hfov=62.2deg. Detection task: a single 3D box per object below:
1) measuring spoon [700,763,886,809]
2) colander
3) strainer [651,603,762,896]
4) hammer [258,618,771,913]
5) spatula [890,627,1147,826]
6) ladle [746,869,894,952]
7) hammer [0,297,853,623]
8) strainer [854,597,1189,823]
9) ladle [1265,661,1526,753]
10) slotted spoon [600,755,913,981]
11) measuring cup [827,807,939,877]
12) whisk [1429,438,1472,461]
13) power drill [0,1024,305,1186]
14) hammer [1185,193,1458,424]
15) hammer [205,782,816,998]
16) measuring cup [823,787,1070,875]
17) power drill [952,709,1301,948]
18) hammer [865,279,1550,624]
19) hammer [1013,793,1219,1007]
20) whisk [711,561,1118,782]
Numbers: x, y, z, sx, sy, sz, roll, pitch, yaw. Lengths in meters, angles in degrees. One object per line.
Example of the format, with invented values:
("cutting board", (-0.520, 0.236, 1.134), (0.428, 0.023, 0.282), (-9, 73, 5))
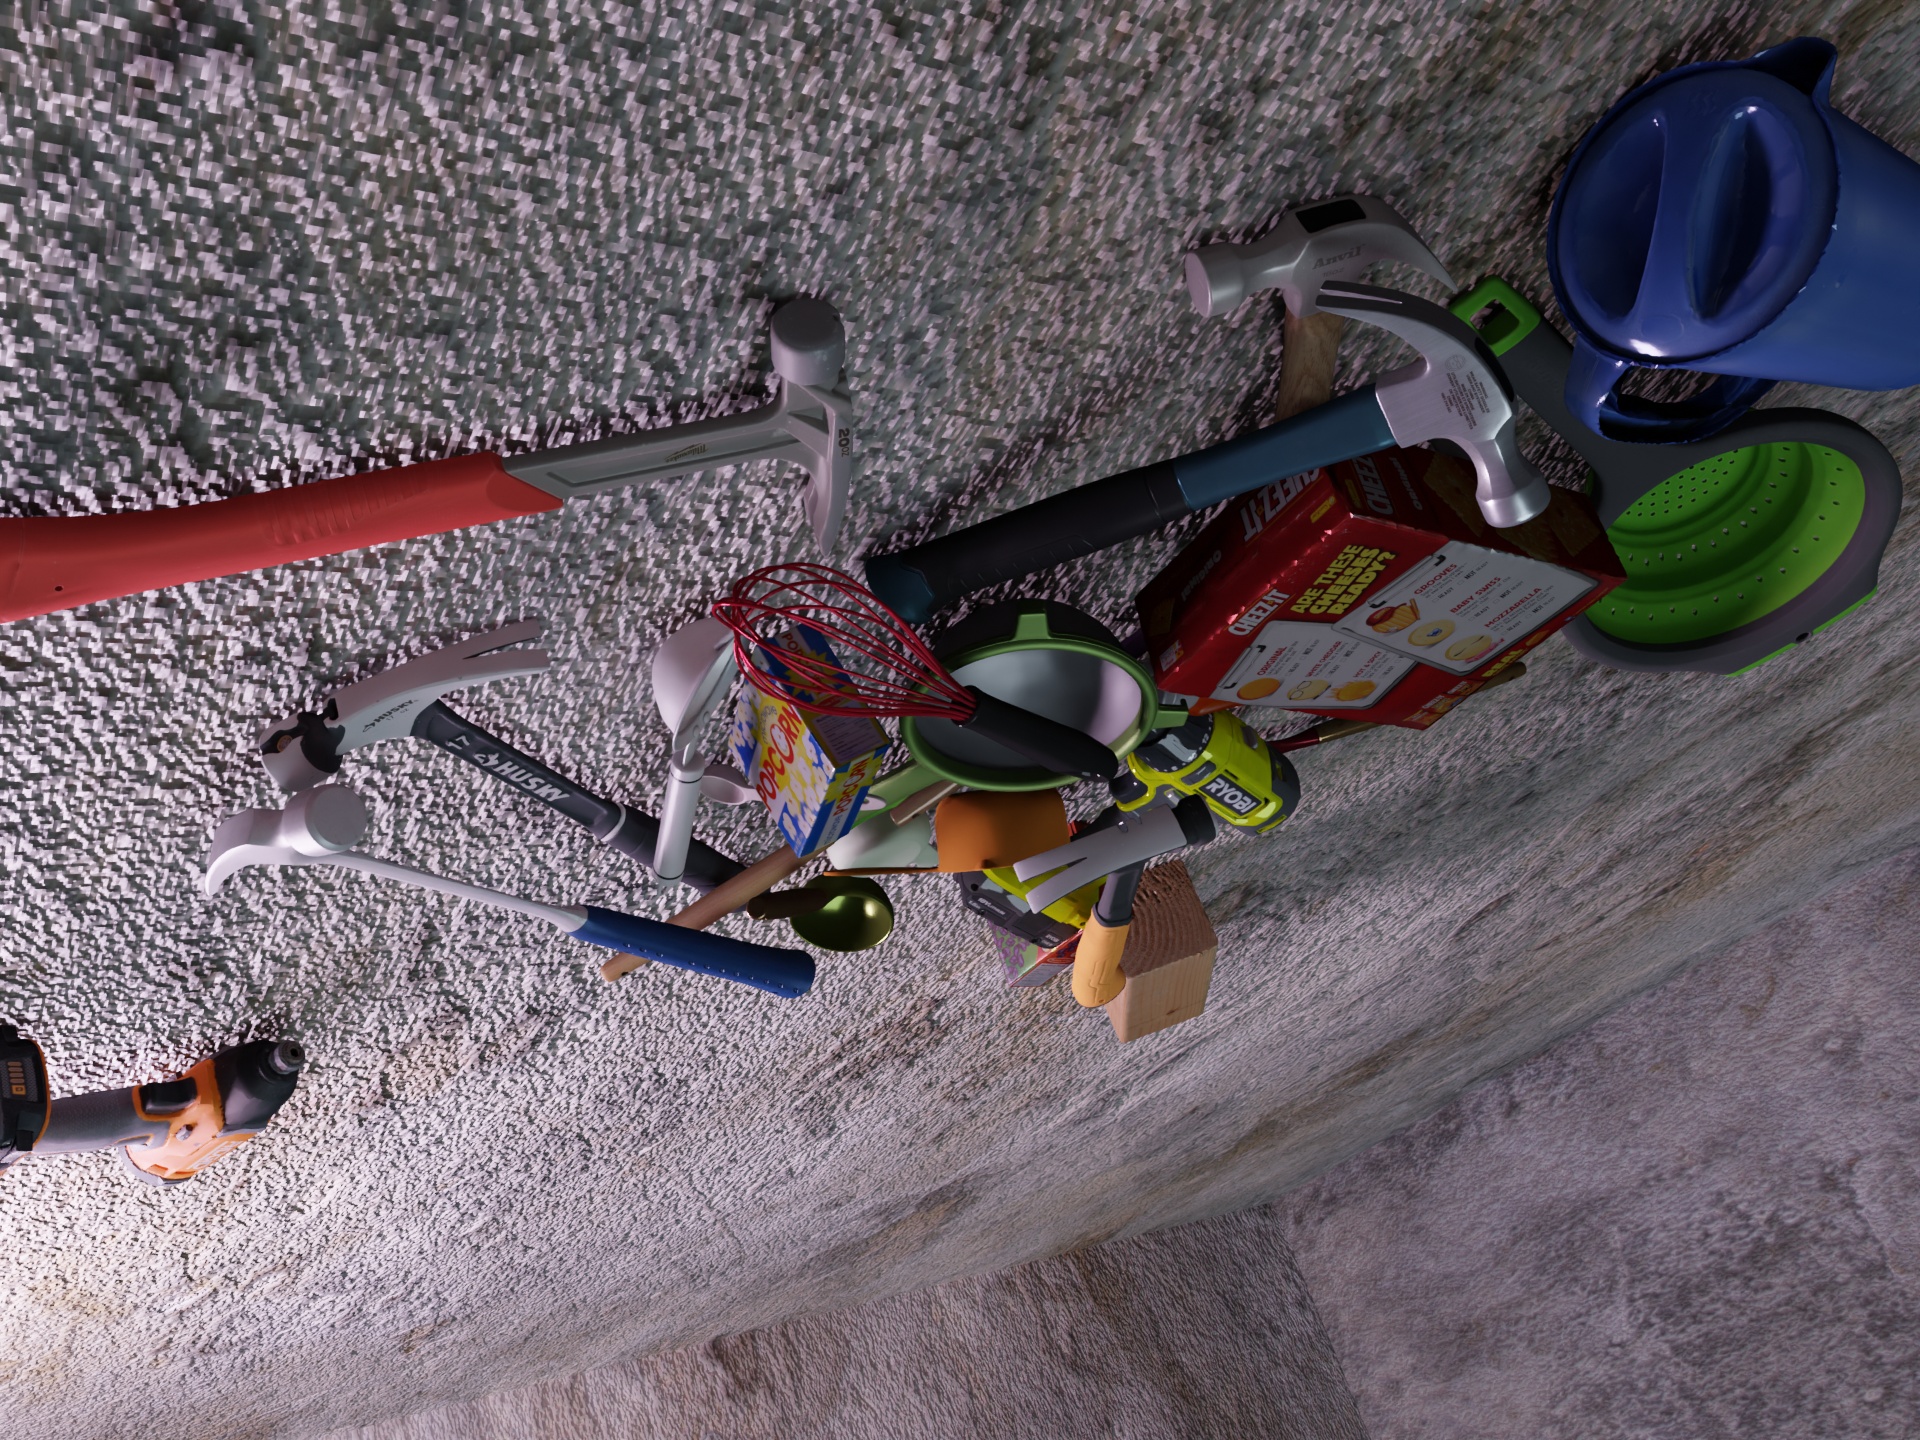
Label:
("measuring spoon", (-0.103, 0.040, 0.973), (0.124, 0.018, 0.034), (5, 148, 15))
("colander", (0.399, -0.164, 0.943), (0.396, 0.095, 0.204), (29, 127, -34))
("strainer", (-0.154, 0.020, 0.888), (0.050, 0.087, 0.258), (25, 134, 6))
("hammer", (-0.215, 0.052, 0.951), (0.149, 0.036, 0.408), (-27, 153, 10))
("spatula", (0.084, -0.027, 0.993), (0.316, 0.018, 0.059), (-36, 151, 10))
("ladle", (-0.099, 0.131, 1.052), (0.078, 0.062, 0.320), (-3, 175, 5))
("hammer", (-0.221, -0.090, 0.680), (0.359, 0.037, 0.149), (-14, 153, -14))
("strainer", (-0.002, -0.003, 0.963), (0.256, 0.069, 0.151), (-29, 139, 32))
("ladle", (0.299, 0.004, 1.232), (0.315, 0.031, 0.069), (-17, 149, -11))
("slotted spoon", (-0.107, 0.089, 1.053), (0.314, 0.031, 0.070), (-32, 153, 7))
("measuring cup", (-0.041, 0.097, 1.149), (0.083, 0.038, 0.167), (-26, 151, 11))
("whisk", (0.309, -0.142, 0.948), (0.058, 0.059, 0.246), (-3, 160, 32))
("power drill", (-0.554, 0.251, 1.037), (0.164, 0.084, 0.226), (-33, 155, 21))
("hammer", (0.181, -0.144, 0.851), (0.130, 0.031, 0.331), (-19, 150, -5))
("hammer", (-0.243, 0.115, 0.944), (0.144, 0.035, 0.405), (-14, 154, 35))
("measuring cup", (-0.013, 0.073, 1.050), (0.173, 0.052, 0.095), (-6, 178, 19))
("power drill", (0.101, 0.059, 1.125), (0.228, 0.080, 0.190), (-36, 133, 26))
("hammer", (0.096, -0.108, 0.764), (0.331, 0.033, 0.128), (-16, 115, 30))
("hammer", (0.097, 0.146, 1.115), (0.127, 0.034, 0.336), (-21, 156, -9))
("whisk", (-0.011, -0.014, 0.839), (0.073, 0.073, 0.295), (-37, 141, 29))
